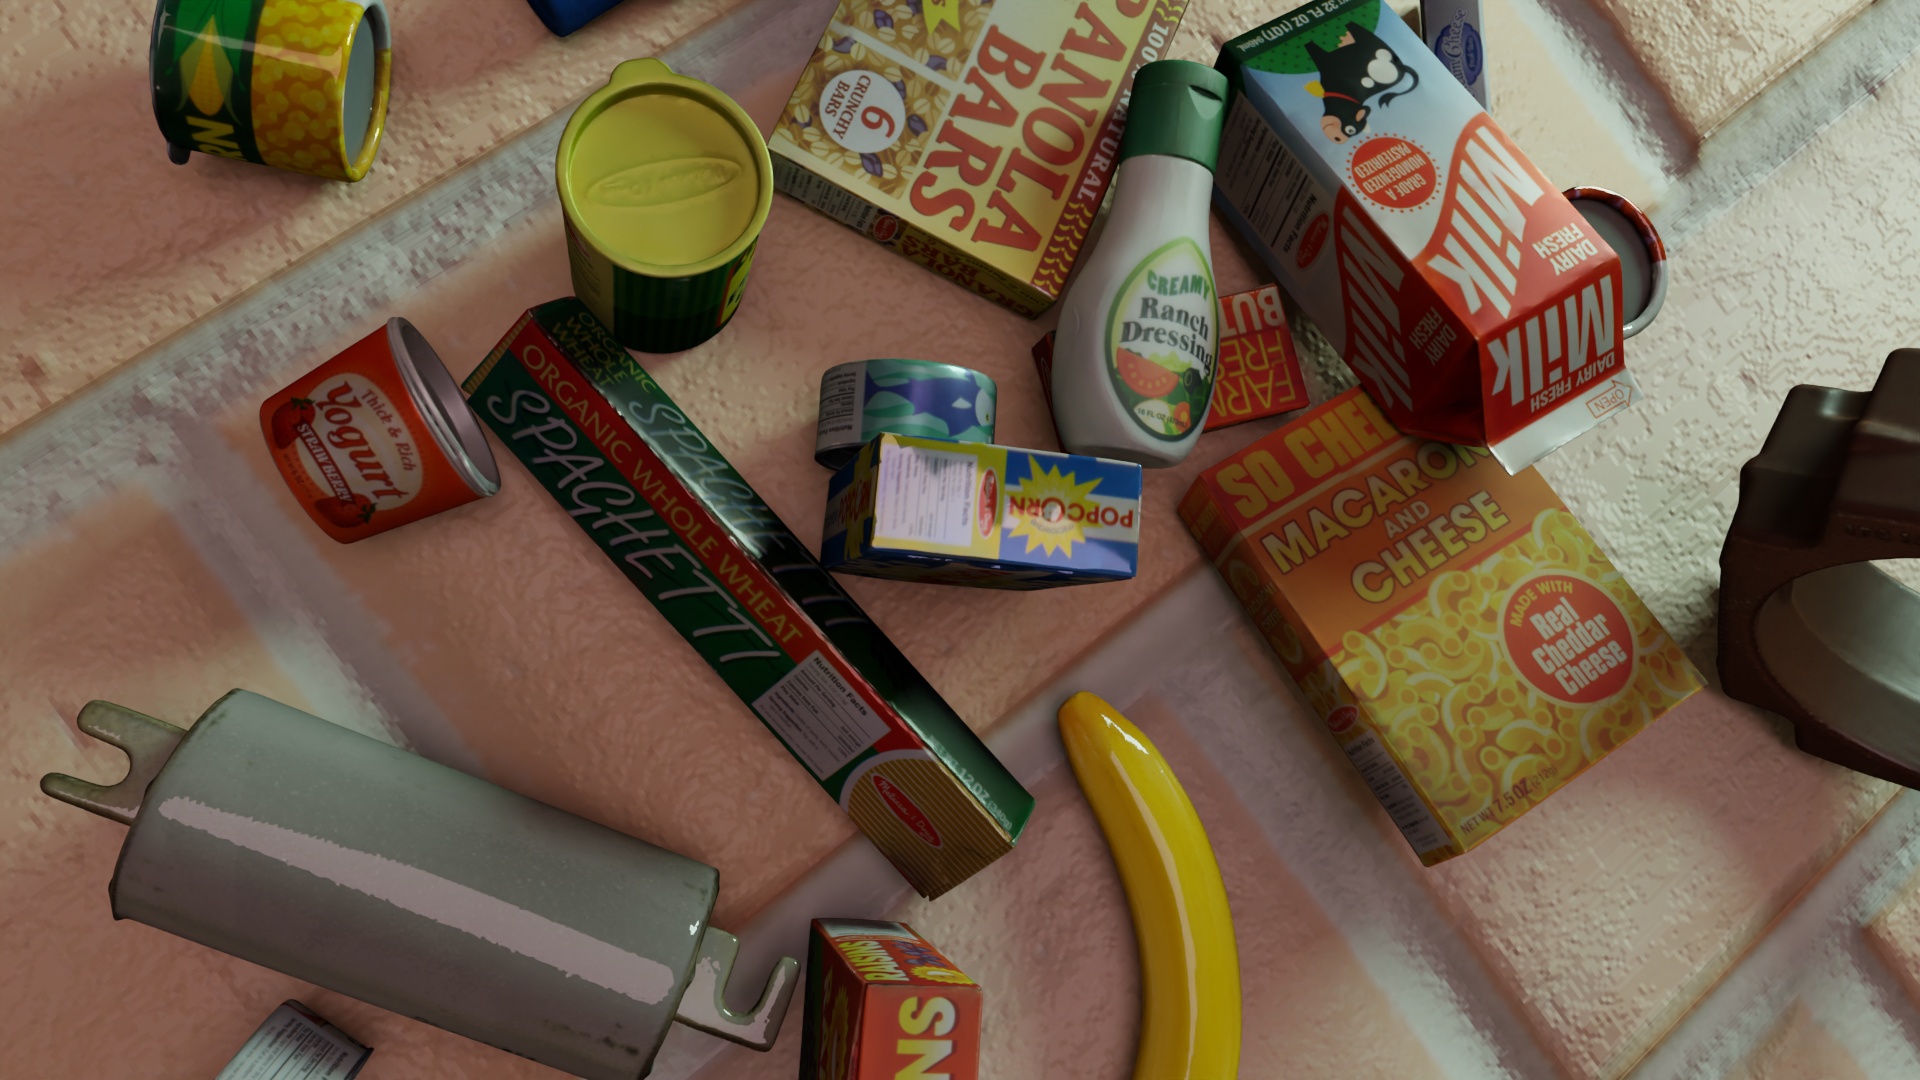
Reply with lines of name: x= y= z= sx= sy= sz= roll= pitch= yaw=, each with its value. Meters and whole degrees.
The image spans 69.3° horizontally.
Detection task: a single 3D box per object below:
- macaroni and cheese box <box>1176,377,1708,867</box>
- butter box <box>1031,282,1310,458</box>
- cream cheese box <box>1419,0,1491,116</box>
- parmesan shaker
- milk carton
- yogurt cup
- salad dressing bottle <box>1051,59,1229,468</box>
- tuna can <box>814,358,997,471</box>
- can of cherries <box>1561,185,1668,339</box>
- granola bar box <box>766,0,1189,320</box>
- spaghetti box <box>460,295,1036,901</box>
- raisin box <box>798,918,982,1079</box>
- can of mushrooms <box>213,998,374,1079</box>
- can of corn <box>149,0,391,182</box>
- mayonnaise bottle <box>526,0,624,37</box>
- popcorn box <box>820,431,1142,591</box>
macaroni and cheese box: x=0.182 y=0.021 z=0.539 sx=0.124 sy=0.040 sz=0.167 roll=-28 pitch=73 yaw=-16
butter box: x=0.085 y=-0.066 z=0.558 sx=0.104 sy=0.024 sz=0.053 roll=-14 pitch=87 yaw=-14
cream cheese box: x=0.210 y=-0.193 z=0.587 sx=0.024 sy=0.053 sz=0.104 roll=-4 pitch=82 yaw=20
parmesan shaker: x=-0.103 y=-0.111 z=0.480 sx=0.071 sy=0.103 sz=0.071 roll=2 pitch=83 yaw=-13
milk carton: x=0.175 y=-0.114 z=0.533 sx=0.072 sy=0.073 sz=0.191 roll=-28 pitch=72 yaw=-16
yogurt cup: x=-0.196 y=-0.034 z=0.470 sx=0.054 sy=0.072 sz=0.072 roll=-27 pitch=90 yaw=-6
salad dressing bottle: x=0.071 y=-0.103 z=0.518 sx=0.064 sy=0.044 sz=0.147 roll=12 pitch=84 yaw=-30
tuna can: x=-0.017 y=-0.043 z=0.510 sx=0.071 sy=0.071 sz=0.033 roll=5 pitch=82 yaw=-12
can of cherries: x=0.248 y=-0.110 z=0.584 sx=0.071 sy=0.058 sz=0.071 roll=2 pitch=83 yaw=-13
granola bar box: x=0.011 y=-0.188 z=0.549 sx=0.124 sy=0.039 sz=0.166 roll=26 pitch=78 yaw=-10
spaghetti box: x=-0.074 y=0.021 z=0.495 sx=0.250 sy=0.050 sz=0.029 roll=48 pitch=32 yaw=-3
raisin box: x=-0.027 y=0.175 z=0.450 sx=0.040 sy=0.123 sz=0.086 roll=6 pitch=82 yaw=-12
can of mushrooms: x=-0.220 y=0.182 z=0.436 sx=0.033 sy=0.071 sz=0.071 roll=36 pitch=77 yaw=-7
can of corn: x=-0.233 y=-0.158 z=0.475 sx=0.058 sy=0.071 sz=0.071 roll=10 pitch=81 yaw=-12
mayonnaise bottle: x=-0.101 y=-0.246 z=0.530 sx=0.148 sy=0.041 sz=0.065 roll=-38 pitch=91 yaw=-14
popcorn box: x=0.002 y=-0.006 z=0.478 sx=0.085 sy=0.126 sz=0.038 roll=7 pitch=85 yaw=-12
